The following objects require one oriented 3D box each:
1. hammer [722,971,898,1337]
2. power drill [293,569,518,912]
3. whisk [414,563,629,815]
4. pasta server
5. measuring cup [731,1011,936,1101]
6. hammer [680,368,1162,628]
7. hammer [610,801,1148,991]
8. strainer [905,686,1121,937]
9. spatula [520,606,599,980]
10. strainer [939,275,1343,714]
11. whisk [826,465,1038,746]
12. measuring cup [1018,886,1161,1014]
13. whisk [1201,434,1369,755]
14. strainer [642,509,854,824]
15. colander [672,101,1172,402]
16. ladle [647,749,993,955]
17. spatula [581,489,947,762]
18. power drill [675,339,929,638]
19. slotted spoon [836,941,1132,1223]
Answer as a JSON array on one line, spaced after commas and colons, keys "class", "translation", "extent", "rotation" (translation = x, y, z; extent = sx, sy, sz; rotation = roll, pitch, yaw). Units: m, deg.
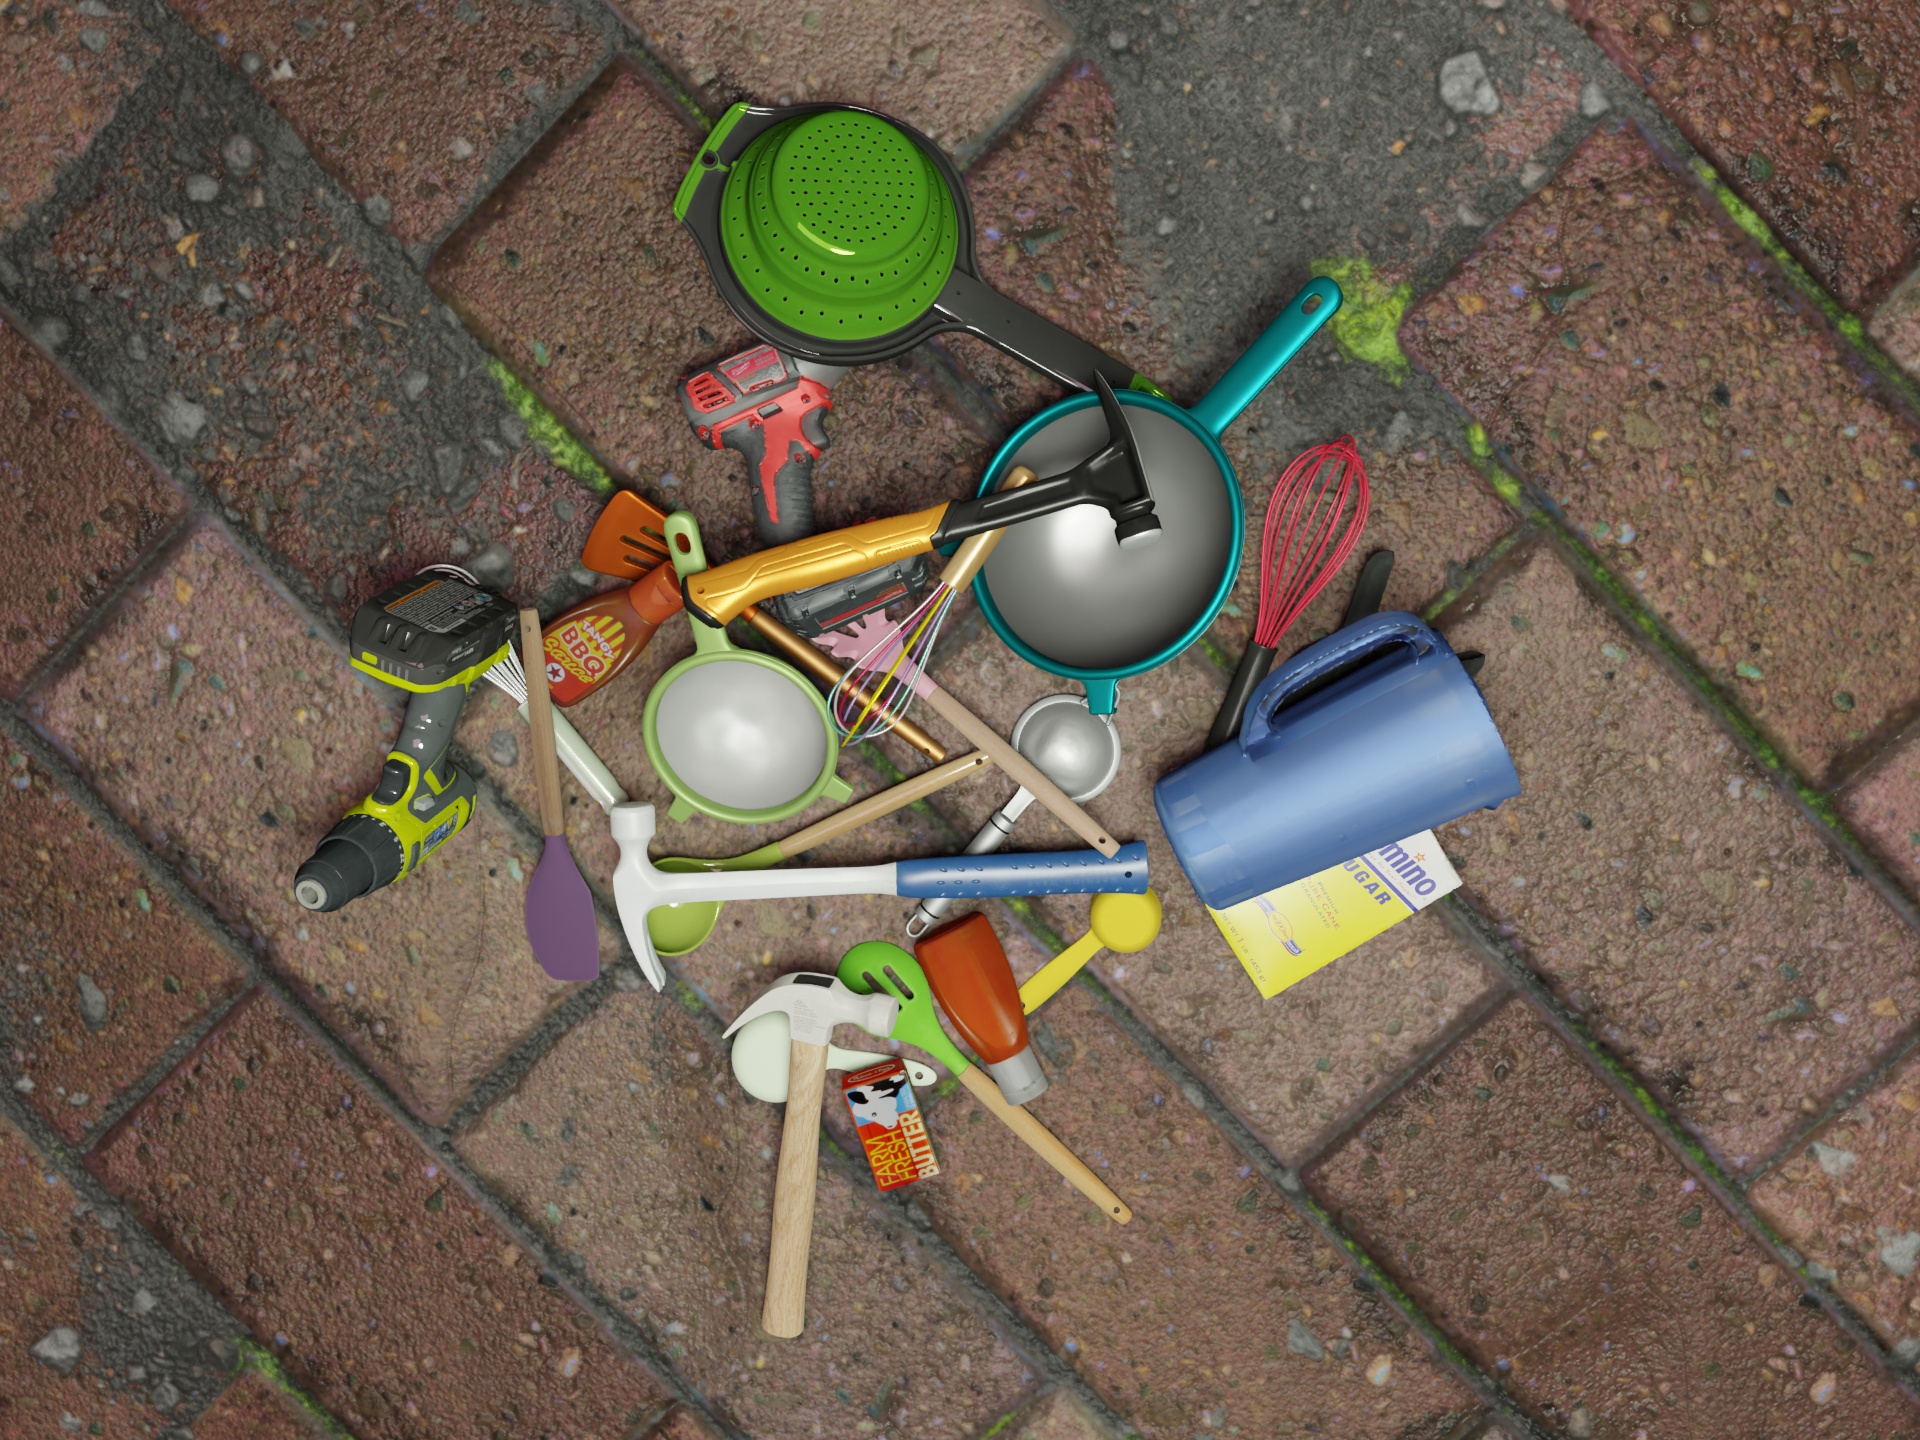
[{"class": "hammer", "translation": [-0.131, 0.348, 1.259], "extent": [0.130, 0.031, 0.331], "rotation": [12, 111, 11]}, {"class": "power drill", "translation": [-0.411, 0.020, 1.170], "extent": [0.080, 0.191, 0.228], "rotation": [22, 113, 4]}, {"class": "whisk", "translation": [-0.347, -0.022, 1.259], "extent": [0.059, 0.058, 0.246], "rotation": [-41, 97, -23]}, {"class": "pasta server", "translation": [-0.002, -0.004, 1.212], "extent": [0.316, 0.040, 0.060], "rotation": [41, 88, 11]}, {"class": "measuring cup", "translation": [-0.103, 0.278, 1.279], "extent": [0.167, 0.038, 0.083], "rotation": [9, 97, 4]}, {"class": "hammer", "translation": [-0.036, -0.139, 1.119], "extent": [0.337, 0.034, 0.127], "rotation": [-16, 79, 3]}, {"class": "hammer", "translation": [-0.060, 0.127, 1.216], "extent": [0.405, 0.035, 0.144], "rotation": [-2, 98, -2]}, {"class": "strainer", "translation": [0.039, 0.075, 1.246], "extent": [0.087, 0.050, 0.258], "rotation": [40, 101, 5]}, {"class": "spatula", "translation": [-0.325, 0.065, 1.254], "extent": [0.060, 0.018, 0.315], "rotation": [1, 109, 5]}, {"class": "strainer", "translation": [0.159, -0.176, 1.161], "extent": [0.340, 0.095, 0.211], "rotation": [-47, 69, 14]}, {"class": "whisk", "translation": [-0.021, -0.082, 1.167], "extent": [0.051, 0.047, 0.245], "rotation": [38, 98, 24]}, {"class": "measuring cup", "translation": [0.094, 0.188, 1.258], "extent": [0.156, 0.029, 0.062], "rotation": [-43, 92, 8]}, {"class": "whisk", "translation": [0.237, -0.075, 1.204], "extent": [0.073, 0.073, 0.295], "rotation": [20, 103, 2]}, {"class": "strainer", "translation": [-0.175, -0.046, 1.208], "extent": [0.151, 0.069, 0.256], "rotation": [-8, 115, 10]}, {"class": "colander", "translation": [-0.012, -0.328, 1.152], "extent": [0.397, 0.094, 0.204], "rotation": [28, 79, -6]}, {"class": "ladle", "translation": [-0.117, 0.095, 1.248], "extent": [0.320, 0.062, 0.078], "rotation": [-25, 104, 6]}, {"class": "spatula", "translation": [-0.145, -0.063, 1.241], "extent": [0.322, 0.041, 0.081], "rotation": [37, 121, -2]}, {"class": "power drill", "translation": [-0.110, -0.186, 1.191], "extent": [0.143, 0.078, 0.220], "rotation": [-24, 81, 1]}, {"class": "slotted spoon", "translation": [0.023, 0.296, 1.279], "extent": [0.313, 0.031, 0.070], "rotation": [43, 87, -3]}]
